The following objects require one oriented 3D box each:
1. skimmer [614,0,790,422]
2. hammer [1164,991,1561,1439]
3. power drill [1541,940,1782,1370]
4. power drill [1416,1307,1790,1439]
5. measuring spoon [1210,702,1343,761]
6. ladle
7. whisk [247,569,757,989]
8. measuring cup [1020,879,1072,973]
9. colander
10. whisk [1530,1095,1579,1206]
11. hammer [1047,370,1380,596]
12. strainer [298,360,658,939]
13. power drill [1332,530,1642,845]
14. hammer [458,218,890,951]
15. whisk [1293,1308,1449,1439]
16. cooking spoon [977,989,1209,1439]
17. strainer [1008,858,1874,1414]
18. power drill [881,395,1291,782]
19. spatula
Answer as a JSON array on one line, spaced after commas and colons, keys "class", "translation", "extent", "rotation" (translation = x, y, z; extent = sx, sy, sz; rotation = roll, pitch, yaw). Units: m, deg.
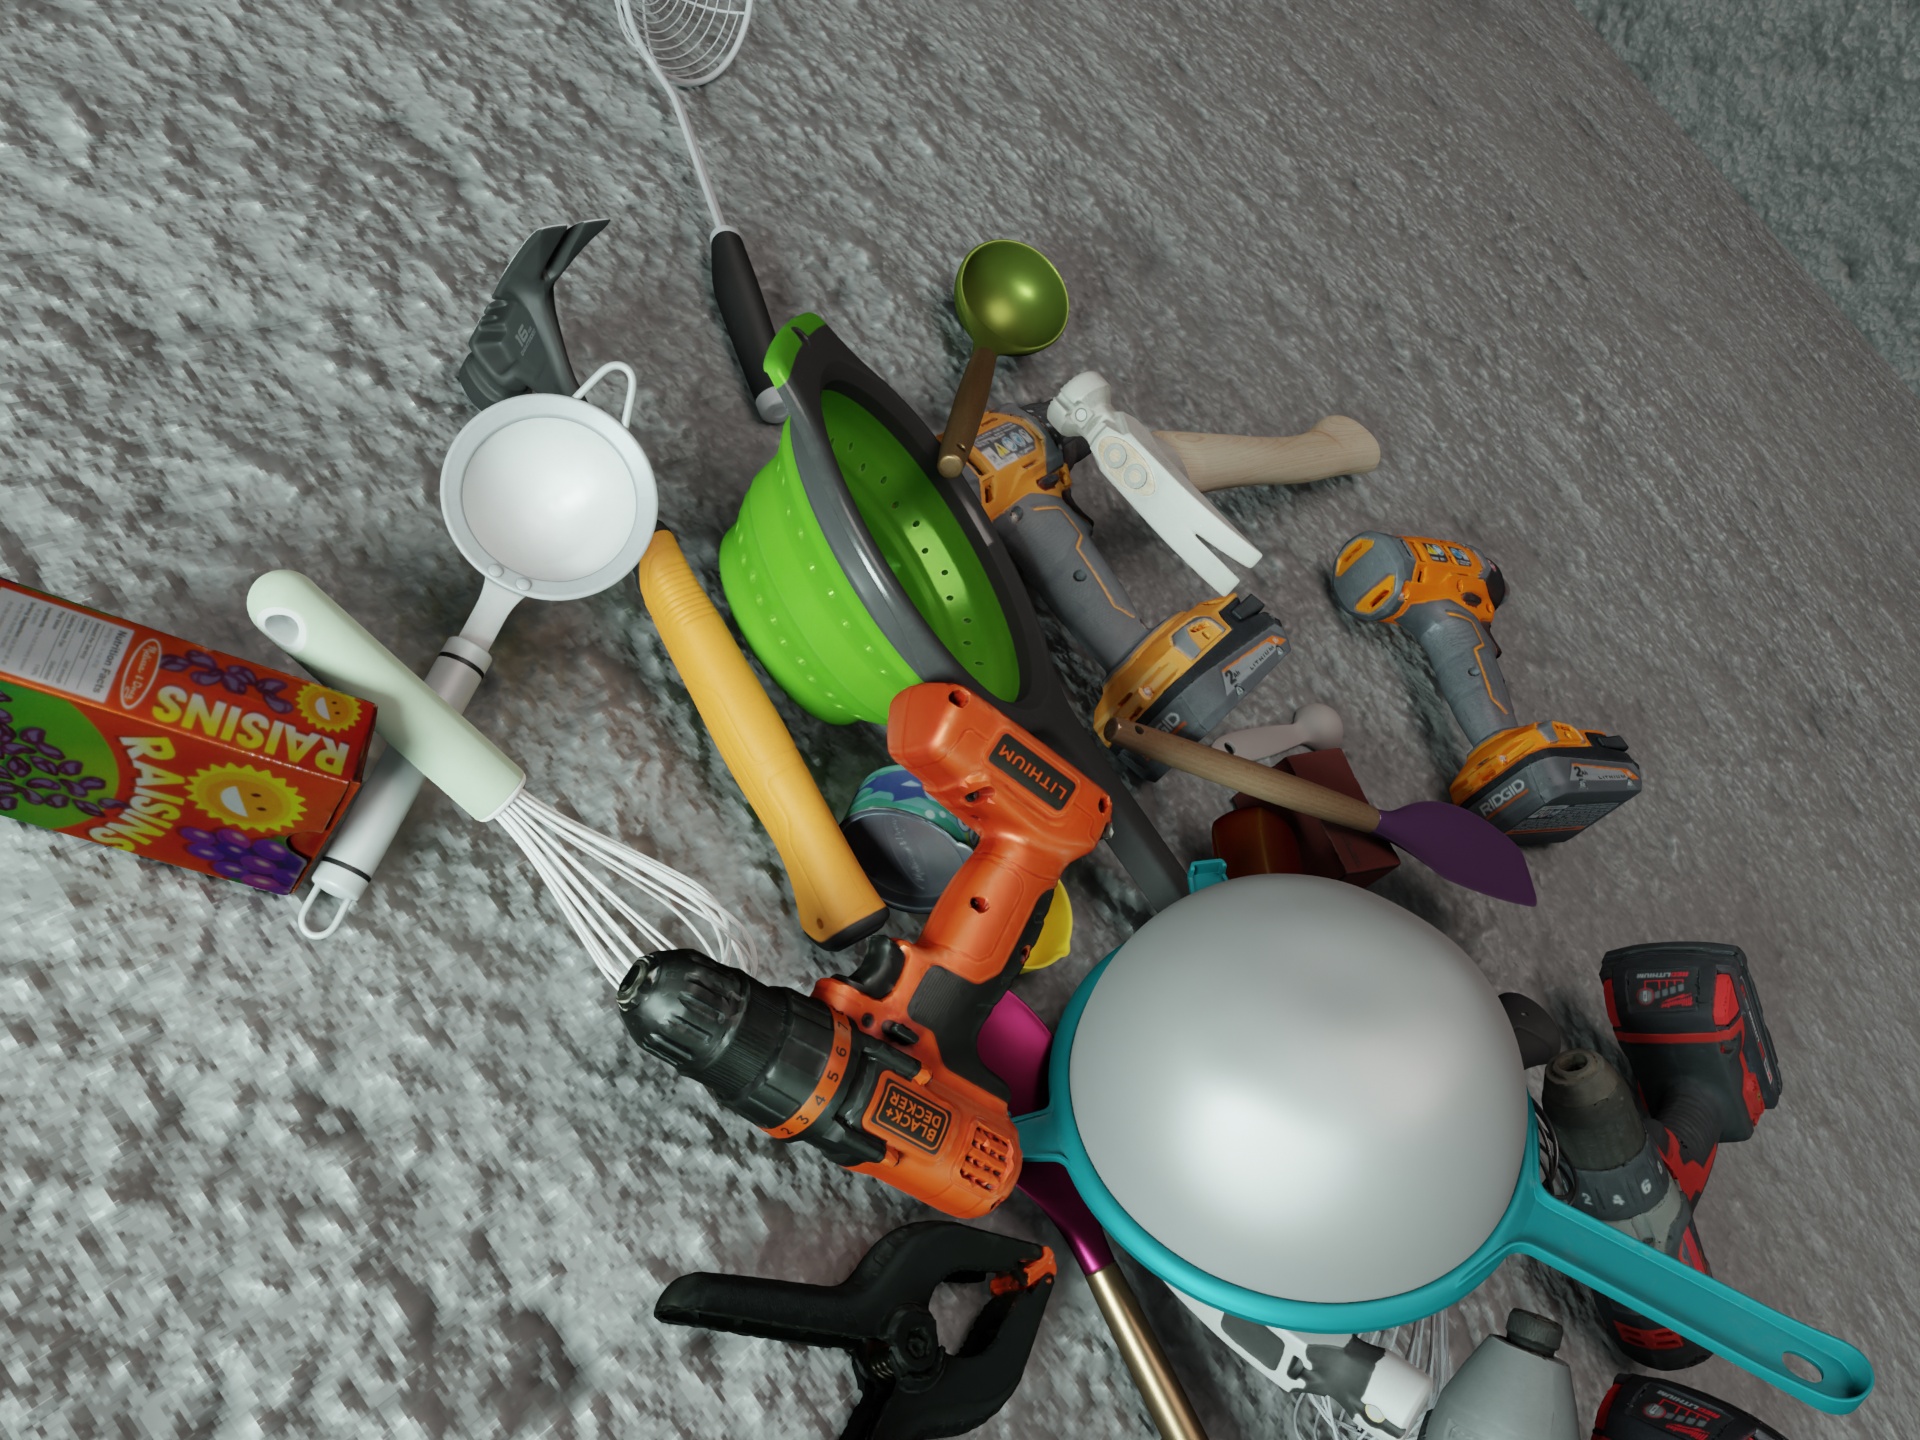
[{"class": "skimmer", "translation": [-0.128, -0.340, 0.922], "extent": [0.127, 0.090, 0.364], "rotation": [32, 36, -63]}, {"class": "hammer", "translation": [0.215, 0.208, 0.779], "extent": [0.146, 0.035, 0.335], "rotation": [28, 30, 29]}, {"class": "power drill", "translation": [0.384, 0.214, 0.884], "extent": [0.227, 0.080, 0.187], "rotation": [-45, 116, -46]}, {"class": "power drill", "translation": [0.265, 0.331, 0.675], "extent": [0.219, 0.079, 0.143], "rotation": [25, 79, -38]}, {"class": "measuring spoon", "translation": [0.196, 0.008, 0.970], "extent": [0.124, 0.018, 0.034], "rotation": [-11, 67, -42]}, {"class": "ladle", "translation": [0.018, -0.208, 0.906], "extent": [0.078, 0.062, 0.320], "rotation": [35, 27, -13]}, {"class": "whisk", "translation": [-0.167, 0.033, 0.601], "extent": [0.246, 0.058, 0.059], "rotation": [47, 29, -22]}, {"class": "measuring cup", "translation": [-0.001, 0.125, 0.728], "extent": [0.062, 0.029, 0.156], "rotation": [45, 54, -11]}, {"class": "colander", "translation": [-0.001, -0.002, 0.778], "extent": [0.396, 0.094, 0.205], "rotation": [54, 19, -19]}, {"class": "whisk", "translation": [0.222, 0.161, 0.791], "extent": [0.055, 0.055, 0.239], "rotation": [21, 17, -26]}, {"class": "hammer", "translation": [0.204, -0.162, 1.031], "extent": [0.146, 0.038, 0.410], "rotation": [49, 30, 14]}, {"class": "strainer", "translation": [-0.194, -0.032, 0.631], "extent": [0.086, 0.050, 0.258], "rotation": [29, 67, -14]}, {"class": "power drill", "translation": [0.365, -0.030, 1.090], "extent": [0.164, 0.084, 0.227], "rotation": [0, 55, -39]}, {"class": "hammer", "translation": [-0.121, -0.053, 0.706], "extent": [0.034, 0.127, 0.337], "rotation": [-24, 81, -40]}, {"class": "whisk", "translation": [0.227, 0.255, 0.784], "extent": [0.070, 0.070, 0.285], "rotation": [47, 37, 0]}, {"class": "cooking spoon", "translation": [0.071, 0.256, 0.673], "extent": [0.068, 0.017, 0.319], "rotation": [-17, 74, -41]}, {"class": "strainer", "translation": [0.198, 0.160, 0.638], "extent": [0.340, 0.095, 0.211], "rotation": [25, 48, 24]}, {"class": "power drill", "translation": [0.081, -0.093, 0.915], "extent": [0.226, 0.084, 0.185], "rotation": [46, 40, 6]}, {"class": "spatula", "translation": [0.206, 0.046, 0.872], "extent": [0.315, 0.018, 0.060], "rotation": [18, 49, -29]}]
